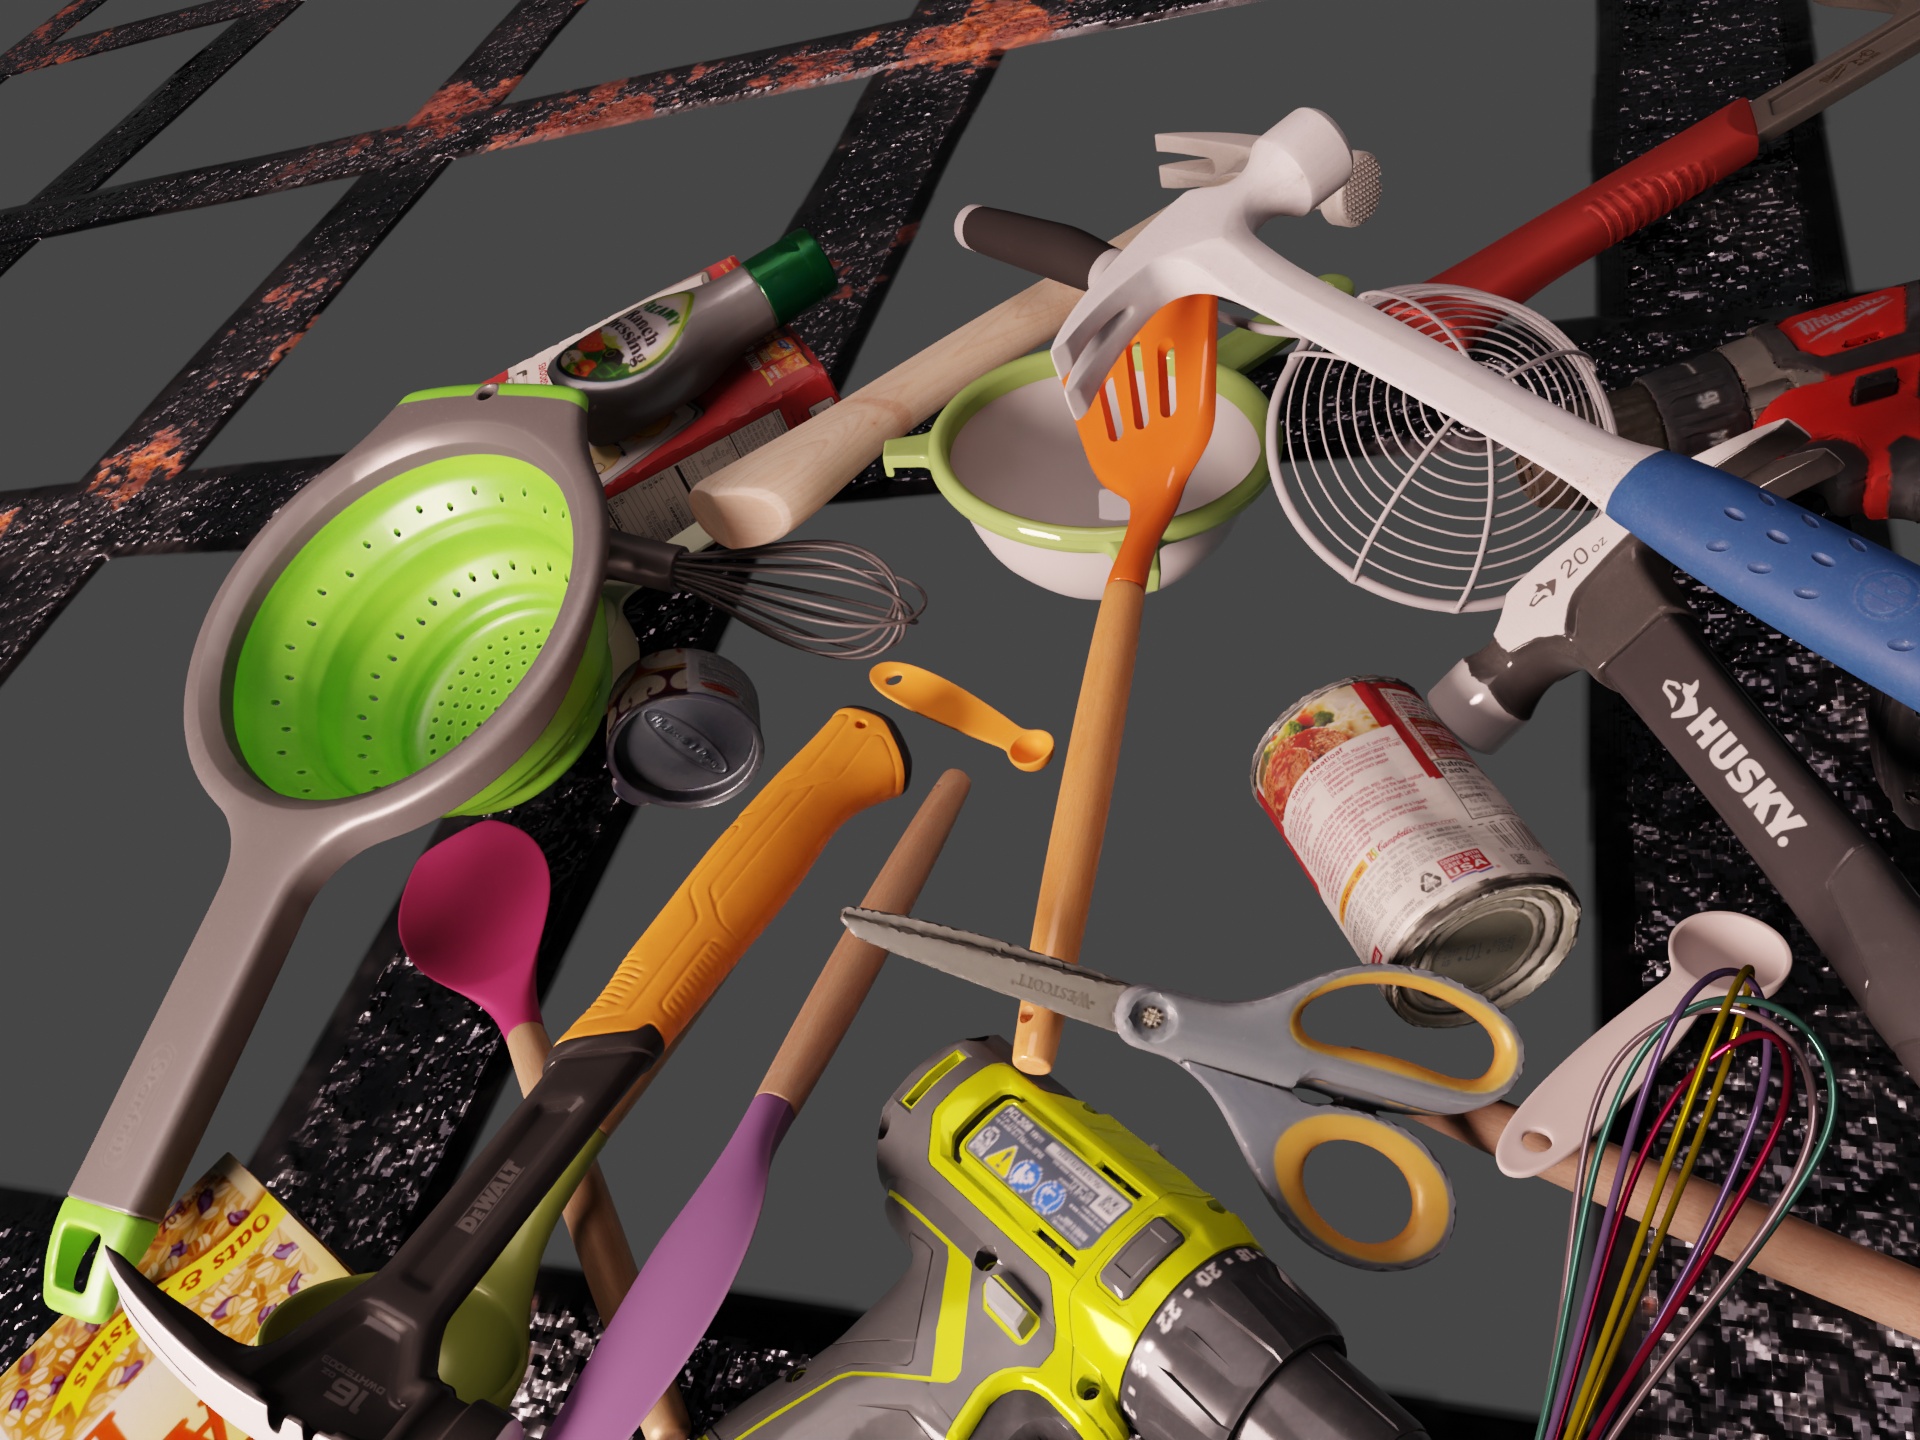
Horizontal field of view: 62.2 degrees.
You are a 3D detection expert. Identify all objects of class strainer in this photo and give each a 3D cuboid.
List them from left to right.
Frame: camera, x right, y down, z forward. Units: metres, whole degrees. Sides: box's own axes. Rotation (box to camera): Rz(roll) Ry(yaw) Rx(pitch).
[{"bbox_3d":[0.099,-0.127,0.723,0.152,0.069,0.256,30,52,33],"label":"strainer"}]

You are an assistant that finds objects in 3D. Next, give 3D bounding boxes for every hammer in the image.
[{"bbox_3d":[-0.113,0.094,0.538,0.127,0.034,0.337,22,42,14],"label":"hammer"},{"bbox_3d":[0.030,-0.203,0.797,0.410,0.038,0.146,-37,42,-27],"label":"hammer"},{"bbox_3d":[0.187,-0.071,0.471,0.144,0.035,0.406,-40,51,-8],"label":"hammer"},{"bbox_3d":[0.347,-0.274,0.773,0.359,0.036,0.149,-31,43,-8],"label":"hammer"},{"bbox_3d":[0.249,0.051,0.426,0.146,0.035,0.335,-50,35,27],"label":"hammer"}]

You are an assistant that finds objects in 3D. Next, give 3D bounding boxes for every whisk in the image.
[{"bbox_3d":[-0.130,-0.072,0.735,0.239,0.055,0.055,13,52,12],"label":"whisk"},{"bbox_3d":[0.154,0.171,0.389,0.051,0.047,0.245,28,76,5],"label":"whisk"}]

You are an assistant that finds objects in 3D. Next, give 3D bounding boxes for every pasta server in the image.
[{"bbox_3d":[0.240,0.151,0.410,0.316,0.040,0.060,18,57,41],"label":"pasta server"}]

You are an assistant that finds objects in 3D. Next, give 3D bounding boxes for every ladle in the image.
[{"bbox_3d":[-0.117,0.116,0.559,0.078,0.062,0.320,18,47,19],"label":"ladle"}]

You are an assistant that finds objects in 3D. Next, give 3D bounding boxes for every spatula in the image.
[{"bbox_3d":[-0.050,0.109,0.525,0.060,0.018,0.316,-32,17,35],"label":"spatula"},{"bbox_3d":[0.048,-0.031,0.561,0.081,0.041,0.323,-19,45,39],"label":"spatula"}]

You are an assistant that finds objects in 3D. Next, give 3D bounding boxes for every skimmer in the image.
[{"bbox_3d":[0.109,-0.155,0.676,0.127,0.090,0.364,-41,39,-8],"label":"skimmer"}]

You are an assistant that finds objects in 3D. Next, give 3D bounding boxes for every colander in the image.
[{"bbox_3d":[-0.241,0.046,0.652,0.204,0.094,0.397,5,64,26],"label":"colander"}]

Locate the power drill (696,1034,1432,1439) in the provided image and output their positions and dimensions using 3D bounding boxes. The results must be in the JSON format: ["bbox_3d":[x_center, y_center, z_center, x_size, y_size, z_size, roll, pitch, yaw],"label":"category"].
[{"bbox_3d":[-0.006,0.210,0.423,0.228,0.080,0.191,-39,44,-19],"label":"power drill"}]

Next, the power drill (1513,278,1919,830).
[{"bbox_3d":[0.316,-0.069,0.558,0.188,0.080,0.227,-15,41,10],"label":"power drill"}]

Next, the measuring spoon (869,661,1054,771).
[{"bbox_3d":[-0.001,-0.002,0.680,0.021,0.011,0.117,-42,42,-20],"label":"measuring spoon"}]

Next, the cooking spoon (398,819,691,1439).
[{"bbox_3d":[-0.159,0.138,0.604,0.069,0.017,0.319,-30,42,-9],"label":"cooking spoon"}]

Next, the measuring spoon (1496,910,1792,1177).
[{"bbox_3d":[0.201,0.099,0.471,0.124,0.018,0.034,-33,41,-22],"label":"measuring spoon"}]

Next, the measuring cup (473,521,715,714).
[{"bbox_3d":[-0.158,-0.053,0.779,0.167,0.038,0.083,-38,44,-17],"label":"measuring cup"}]
